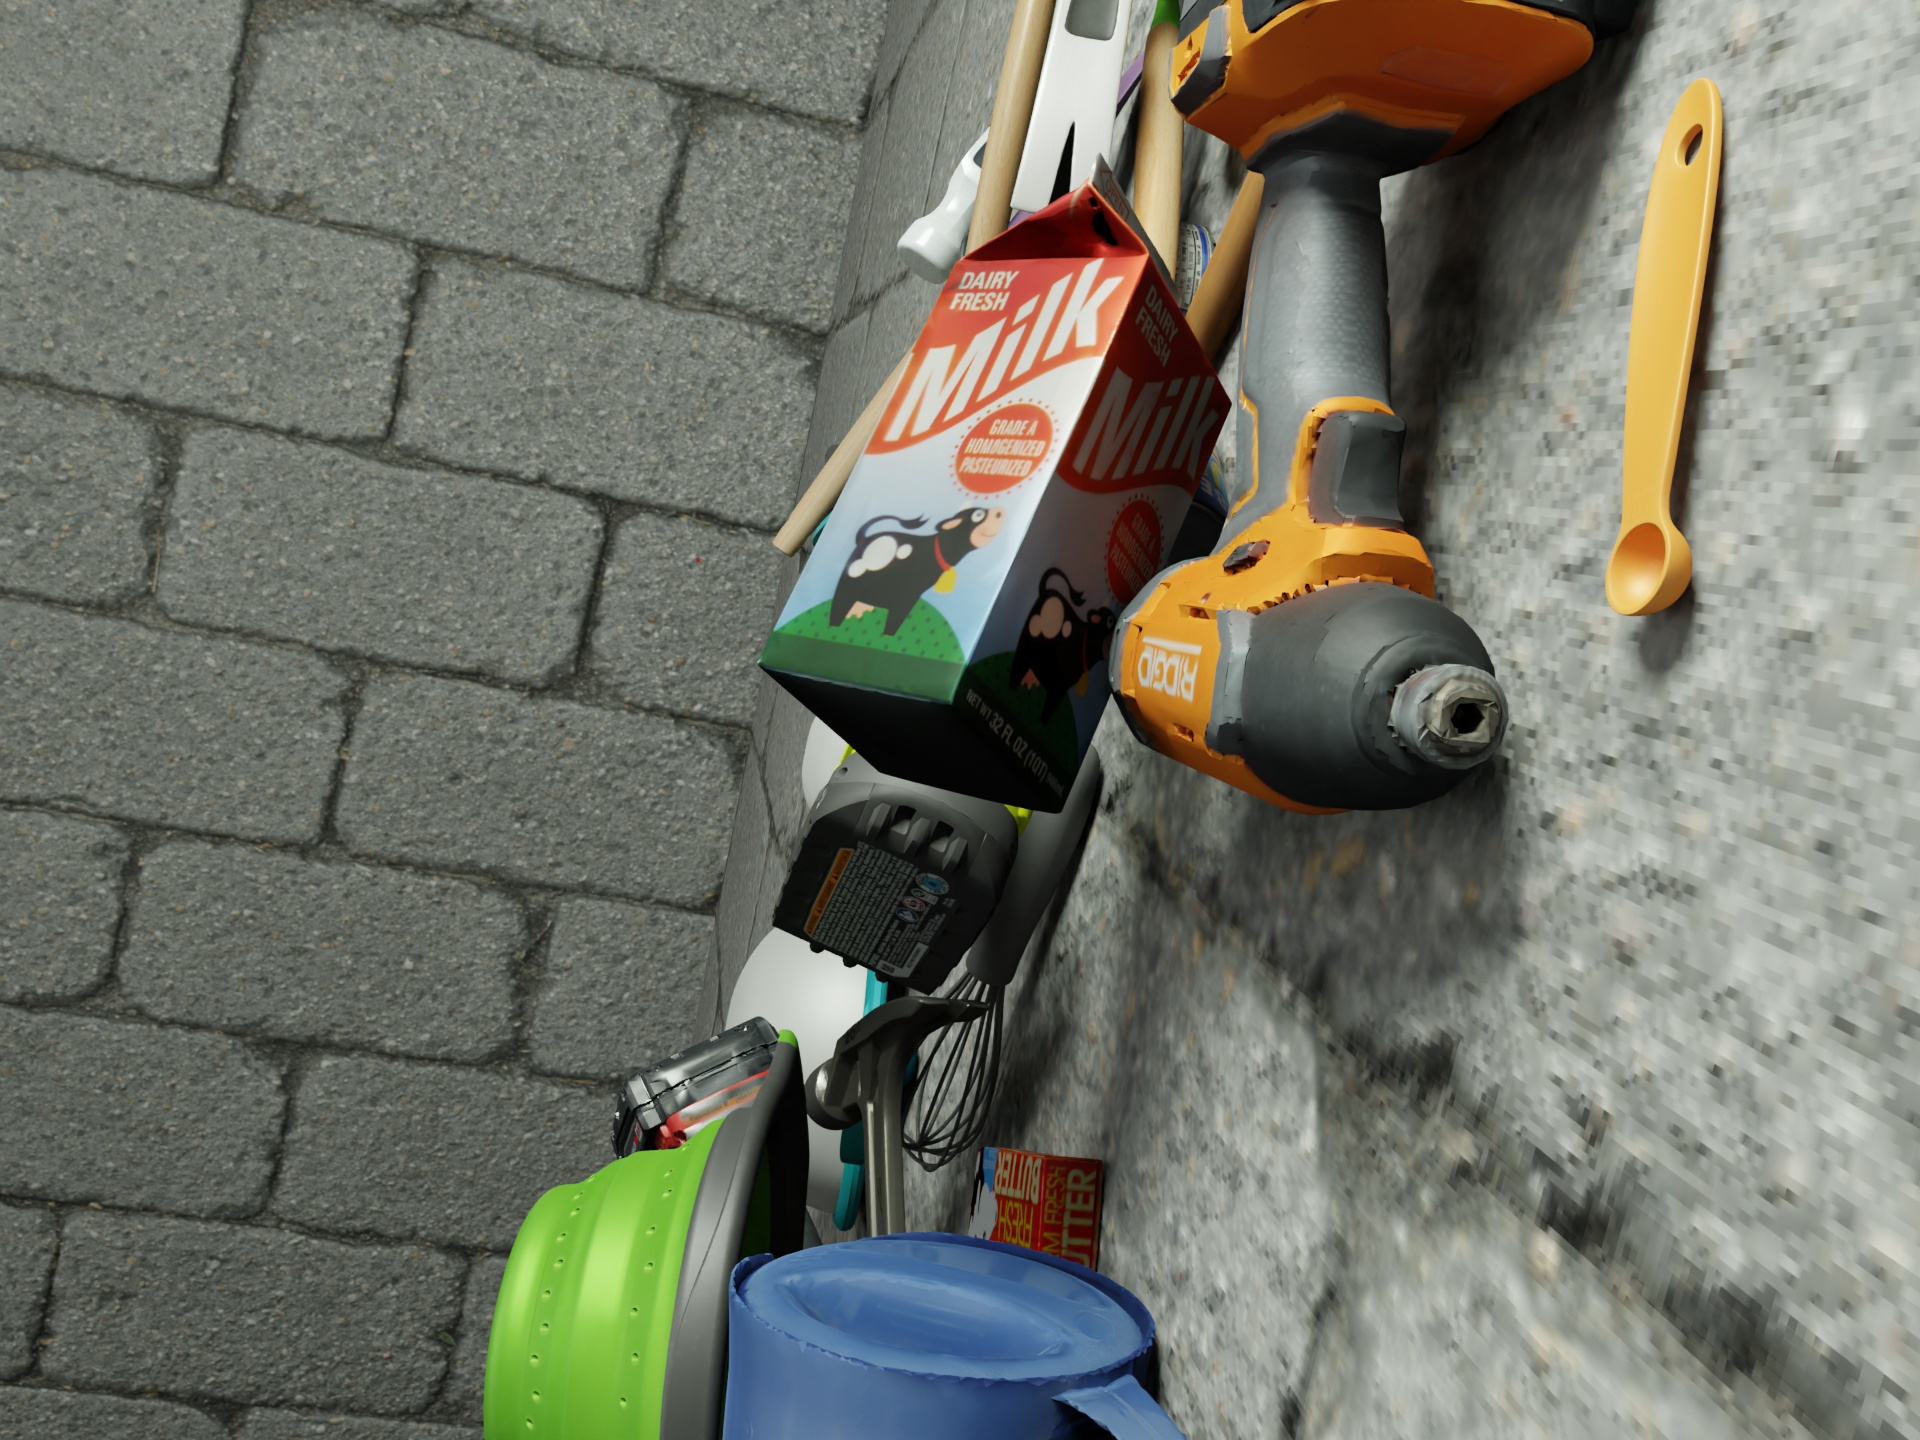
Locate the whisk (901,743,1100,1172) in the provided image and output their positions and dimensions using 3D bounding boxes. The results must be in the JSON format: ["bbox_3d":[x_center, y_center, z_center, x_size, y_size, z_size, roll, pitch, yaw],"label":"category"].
[{"bbox_3d":[0.014,0.108,0.709,0.055,0.055,0.238,-100,27,-60],"label":"whisk"}]

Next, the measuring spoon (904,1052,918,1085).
[{"bbox_3d":[-0.037,0.193,0.958,0.128,0.021,0.042,-130,47,-87],"label":"measuring spoon"}]

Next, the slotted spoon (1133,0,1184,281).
[{"bbox_3d":[0.084,-0.269,0.660,0.070,0.031,0.314,80,-166,-56],"label":"slotted spoon"}]

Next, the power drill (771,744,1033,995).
[{"bbox_3d":[-0.001,-0.002,0.697,0.190,0.080,0.229,118,176,-54],"label":"power drill"}]

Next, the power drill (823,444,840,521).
[{"bbox_3d":[-0.033,-0.031,0.901,0.171,0.080,0.223,-98,7,-56],"label":"power drill"}]

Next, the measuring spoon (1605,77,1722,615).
[{"bbox_3d":[0.144,-0.075,0.317,0.021,0.011,0.117,144,139,-74],"label":"measuring spoon"}]

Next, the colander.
[{"bbox_3d":[-0.124,0.293,0.543,0.397,0.094,0.204,-85,-3,-45],"label":"colander"}]

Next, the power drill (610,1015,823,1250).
[{"bbox_3d":[-0.091,0.282,0.792,0.227,0.080,0.187,59,152,20],"label":"power drill"}]

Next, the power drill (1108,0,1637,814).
[{"bbox_3d":[0.097,-0.089,0.387,0.164,0.084,0.226,-146,62,-77],"label":"power drill"}]

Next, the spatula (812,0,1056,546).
[{"bbox_3d":[0.002,-0.225,0.729,0.082,0.044,0.317,1,-76,-62],"label":"spatula"}]

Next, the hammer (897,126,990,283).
[{"bbox_3d":[0.009,-0.256,0.933,0.128,0.033,0.331,-53,-1,-7],"label":"hammer"}]

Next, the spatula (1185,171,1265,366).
[{"bbox_3d":[0.103,-0.199,0.542,0.322,0.041,0.081,111,163,-48],"label":"spatula"}]

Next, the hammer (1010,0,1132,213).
[{"bbox_3d":[0.035,-0.189,0.746,0.334,0.035,0.146,101,180,-62],"label":"hammer"}]

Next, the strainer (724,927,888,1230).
[{"bbox_3d":[-0.096,0.202,0.925,0.340,0.095,0.211,155,122,-86],"label":"strainer"}]

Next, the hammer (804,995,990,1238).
[{"bbox_3d":[-0.021,0.293,0.615,0.149,0.036,0.359,134,138,-55],"label":"hammer"}]

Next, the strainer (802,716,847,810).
[{"bbox_3d":[-0.092,0.078,1.180,0.151,0.069,0.256,-126,49,-74],"label":"strainer"}]

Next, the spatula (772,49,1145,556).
[{"bbox_3d":[0.004,-0.212,0.797,0.316,0.018,0.060,-53,13,4],"label":"spatula"}]
